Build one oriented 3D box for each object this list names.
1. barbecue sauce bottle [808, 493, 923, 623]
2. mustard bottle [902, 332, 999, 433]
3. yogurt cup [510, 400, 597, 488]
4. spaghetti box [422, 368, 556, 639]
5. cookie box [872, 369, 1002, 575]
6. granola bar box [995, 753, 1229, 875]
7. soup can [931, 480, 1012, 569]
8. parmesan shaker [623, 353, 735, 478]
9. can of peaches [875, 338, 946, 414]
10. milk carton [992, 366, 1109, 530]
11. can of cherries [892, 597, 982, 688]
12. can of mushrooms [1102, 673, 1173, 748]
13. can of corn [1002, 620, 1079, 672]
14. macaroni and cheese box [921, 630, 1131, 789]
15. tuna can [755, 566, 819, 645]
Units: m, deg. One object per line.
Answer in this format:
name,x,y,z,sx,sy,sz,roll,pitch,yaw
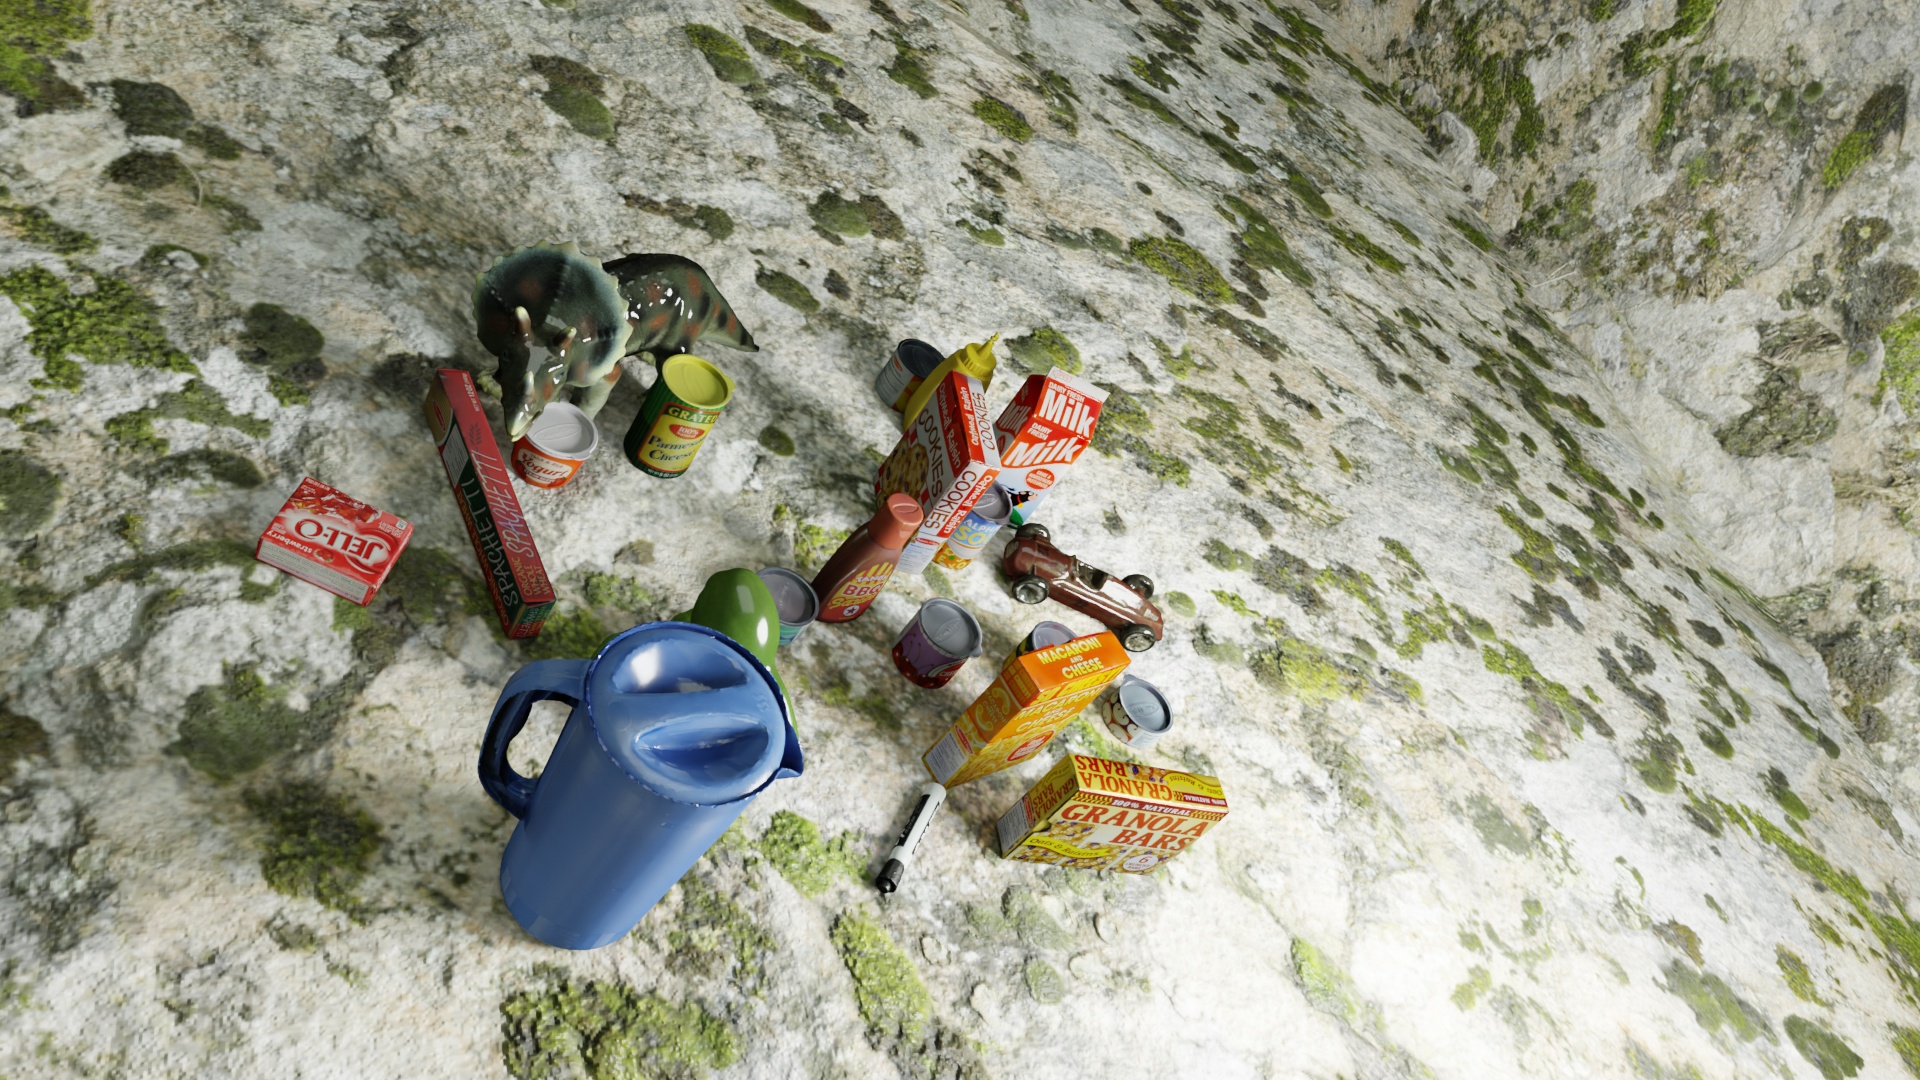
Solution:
barbecue sauce bottle,-0.084,0.016,1.256,0.065,0.147,0.044,-3,54,-41
mustard bottle,-0.003,-0.165,1.491,0.065,0.159,0.049,18,42,-24
yogurt cup,-0.358,-0.082,1.213,0.072,0.053,0.073,22,41,-20
spaghetti box,-0.390,-0.033,1.142,0.029,0.050,0.251,-4,55,-41
cookie box,-0.027,-0.066,1.368,0.040,0.166,0.123,14,44,-28
granola bar box,0.133,0.244,1.221,0.166,0.123,0.039,14,45,-28
soup can,0.005,-0.018,1.413,0.071,0.083,0.072,22,41,-20
parmesan shaker,-0.260,-0.113,1.282,0.071,0.102,0.072,22,41,-20
can of peaches,-0.052,-0.182,1.552,0.071,0.057,0.071,22,41,-20
milk carton,0.078,-0.105,1.471,0.072,0.189,0.074,22,41,-20
can of cherries,-0.021,0.098,1.297,0.071,0.058,0.072,22,41,-20
can of mushrooms,0.178,0.172,1.401,0.071,0.033,0.071,22,41,-20
can of corn,0.082,0.123,1.354,0.071,0.058,0.071,22,41,-20
macaroni and cheese box,0.057,0.149,1.221,0.124,0.165,0.040,-11,59,-44
tuna can,-0.165,0.058,1.243,0.071,0.032,0.071,22,41,-20
